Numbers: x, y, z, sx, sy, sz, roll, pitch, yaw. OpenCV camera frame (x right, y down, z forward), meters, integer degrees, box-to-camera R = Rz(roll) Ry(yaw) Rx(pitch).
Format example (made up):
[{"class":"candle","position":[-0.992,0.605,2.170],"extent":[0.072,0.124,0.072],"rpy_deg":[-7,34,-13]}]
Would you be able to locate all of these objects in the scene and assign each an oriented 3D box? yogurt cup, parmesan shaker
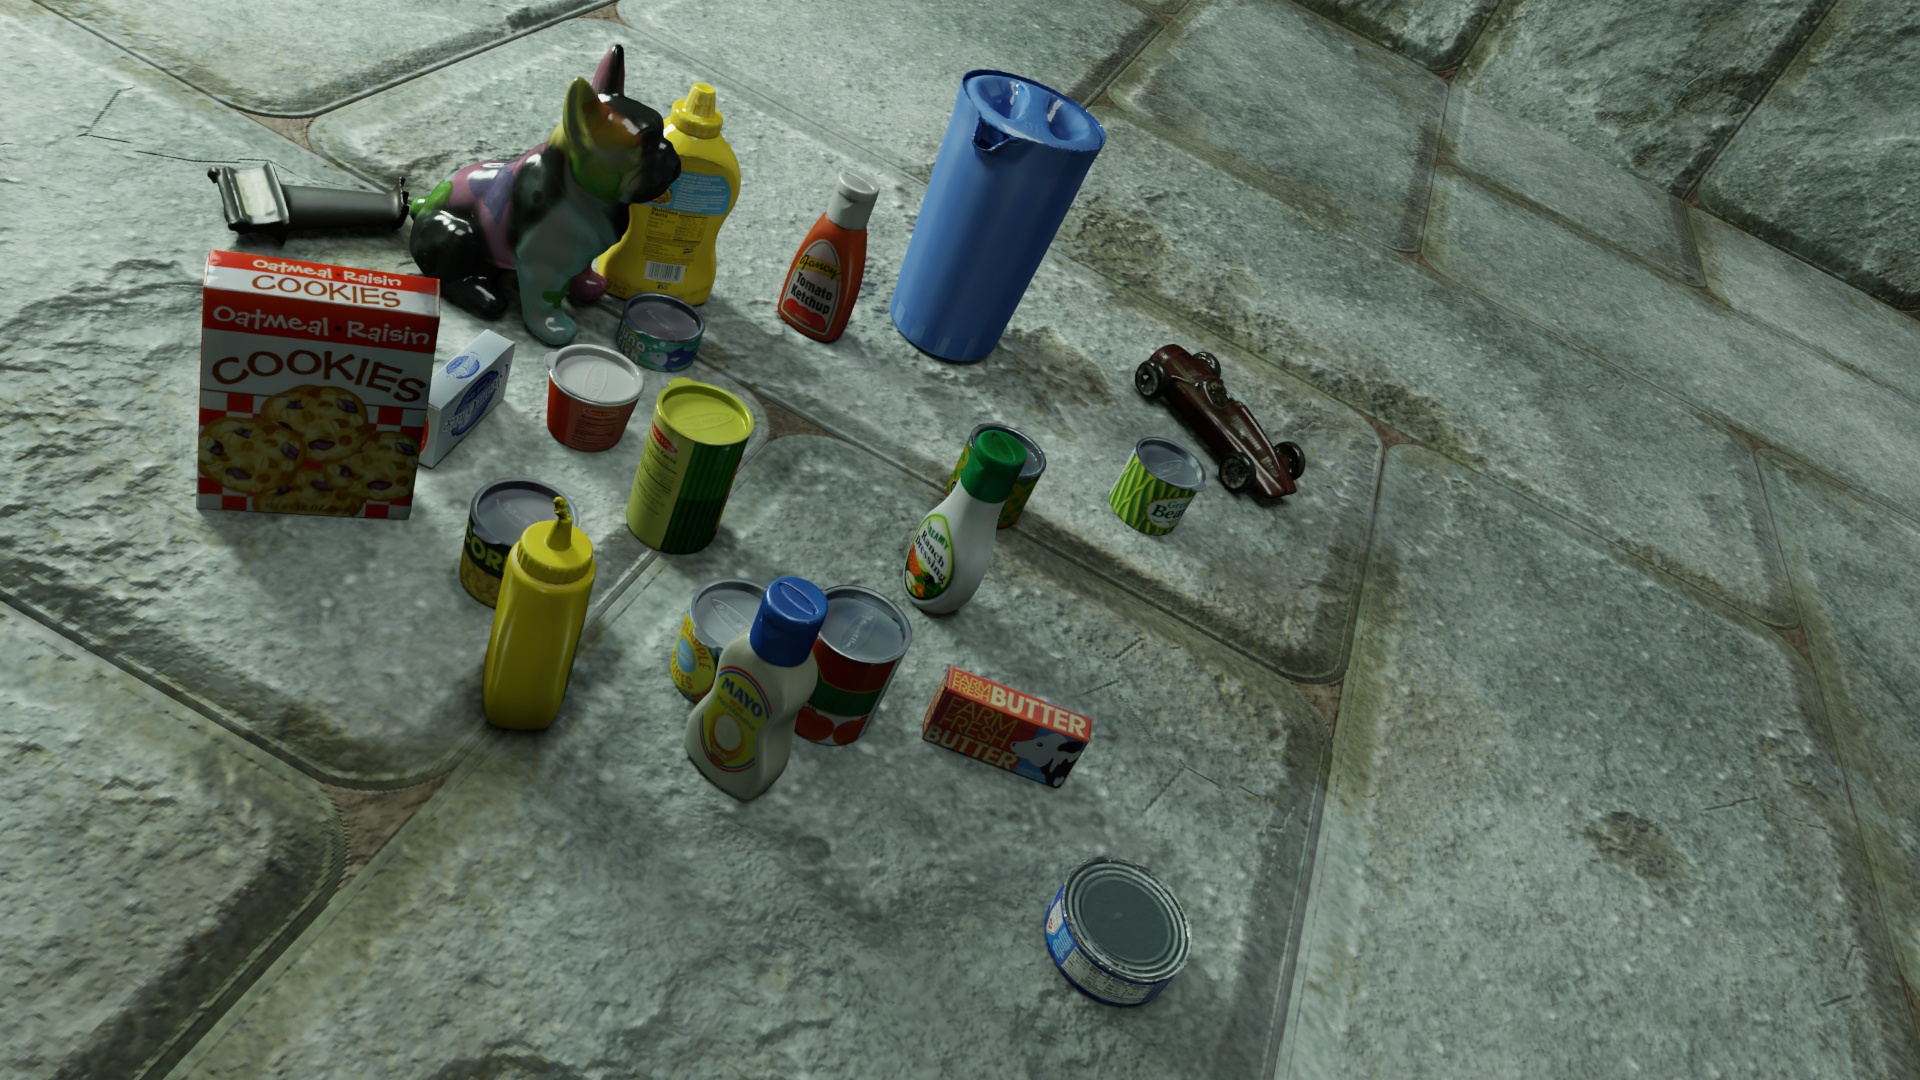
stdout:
[{"class":"yogurt cup","position":[-0.270,-0.102,1.015],"extent":[0.072,0.053,0.073],"rpy_deg":[16,38,-13]},{"class":"parmesan shaker","position":[-0.190,-0.051,0.961],"extent":[0.071,0.102,0.072],"rpy_deg":[16,38,-13]}]

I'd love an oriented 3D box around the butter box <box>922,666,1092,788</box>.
[{"class":"butter box","position":[0.030,0.124,0.921],"extent":[0.103,0.052,0.024],"rpy_deg":[21,37,-6]}]

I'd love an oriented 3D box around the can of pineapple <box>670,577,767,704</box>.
[{"class":"can of pineapple","position":[-0.148,0.067,0.882],"extent":[0.071,0.057,0.071],"rpy_deg":[16,38,-13]}]

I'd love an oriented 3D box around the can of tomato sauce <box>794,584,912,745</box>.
[{"class":"can of tomato sauce","position":[-0.078,0.080,0.887],"extent":[0.071,0.082,0.071],"rpy_deg":[16,38,-13]}]

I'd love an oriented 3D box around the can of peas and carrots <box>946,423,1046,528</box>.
[{"class":"can of peas and carrots","position":[0.027,-0.051,1.123],"extent":[0.071,0.058,0.071],"rpy_deg":[16,38,-13]}]

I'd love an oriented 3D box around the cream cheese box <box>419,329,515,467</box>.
[{"class":"cream cheese box","position":[-0.348,-0.100,0.967],"extent":[0.024,0.053,0.104],"rpy_deg":[25,37,-2]}]

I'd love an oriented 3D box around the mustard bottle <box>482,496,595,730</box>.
[{"class":"mustard bottle","position":[-0.235,0.038,0.781],"extent":[0.049,0.159,0.065],"rpy_deg":[9,40,-21]}]

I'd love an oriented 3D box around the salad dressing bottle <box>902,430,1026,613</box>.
[{"class":"salad dressing bottle","position":[0.004,-0.012,0.990],"extent":[0.044,0.146,0.064],"rpy_deg":[-5,47,-35]}]

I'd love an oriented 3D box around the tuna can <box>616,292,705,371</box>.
[{"class":"tuna can","position":[-0.245,-0.168,1.125],"extent":[0.071,0.032,0.071],"rpy_deg":[16,38,-13]}]

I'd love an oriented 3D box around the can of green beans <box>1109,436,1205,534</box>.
[{"class":"can of green beans","position":[0.169,-0.047,1.201],"extent":[0.071,0.057,0.071],"rpy_deg":[16,38,-13]}]

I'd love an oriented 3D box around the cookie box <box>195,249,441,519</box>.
[{"class":"cookie box","position":[-0.388,-0.089,0.837],"extent":[0.123,0.166,0.040],"rpy_deg":[4,42,-27]}]

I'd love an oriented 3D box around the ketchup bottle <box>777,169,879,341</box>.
[{"class":"ketchup bottle","position":[-0.110,-0.247,1.202],"extent":[0.065,0.148,0.044],"rpy_deg":[32,37,8]}]

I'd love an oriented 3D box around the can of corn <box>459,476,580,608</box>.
[{"class":"can of corn","position":[-0.281,0.004,0.879],"extent":[0.071,0.058,0.071],"rpy_deg":[16,38,-13]}]

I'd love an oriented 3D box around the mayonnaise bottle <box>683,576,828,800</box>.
[{"class":"mayonnaise bottle","position":[-0.116,0.084,0.806],"extent":[0.065,0.147,0.041],"rpy_deg":[38,39,15]}]
